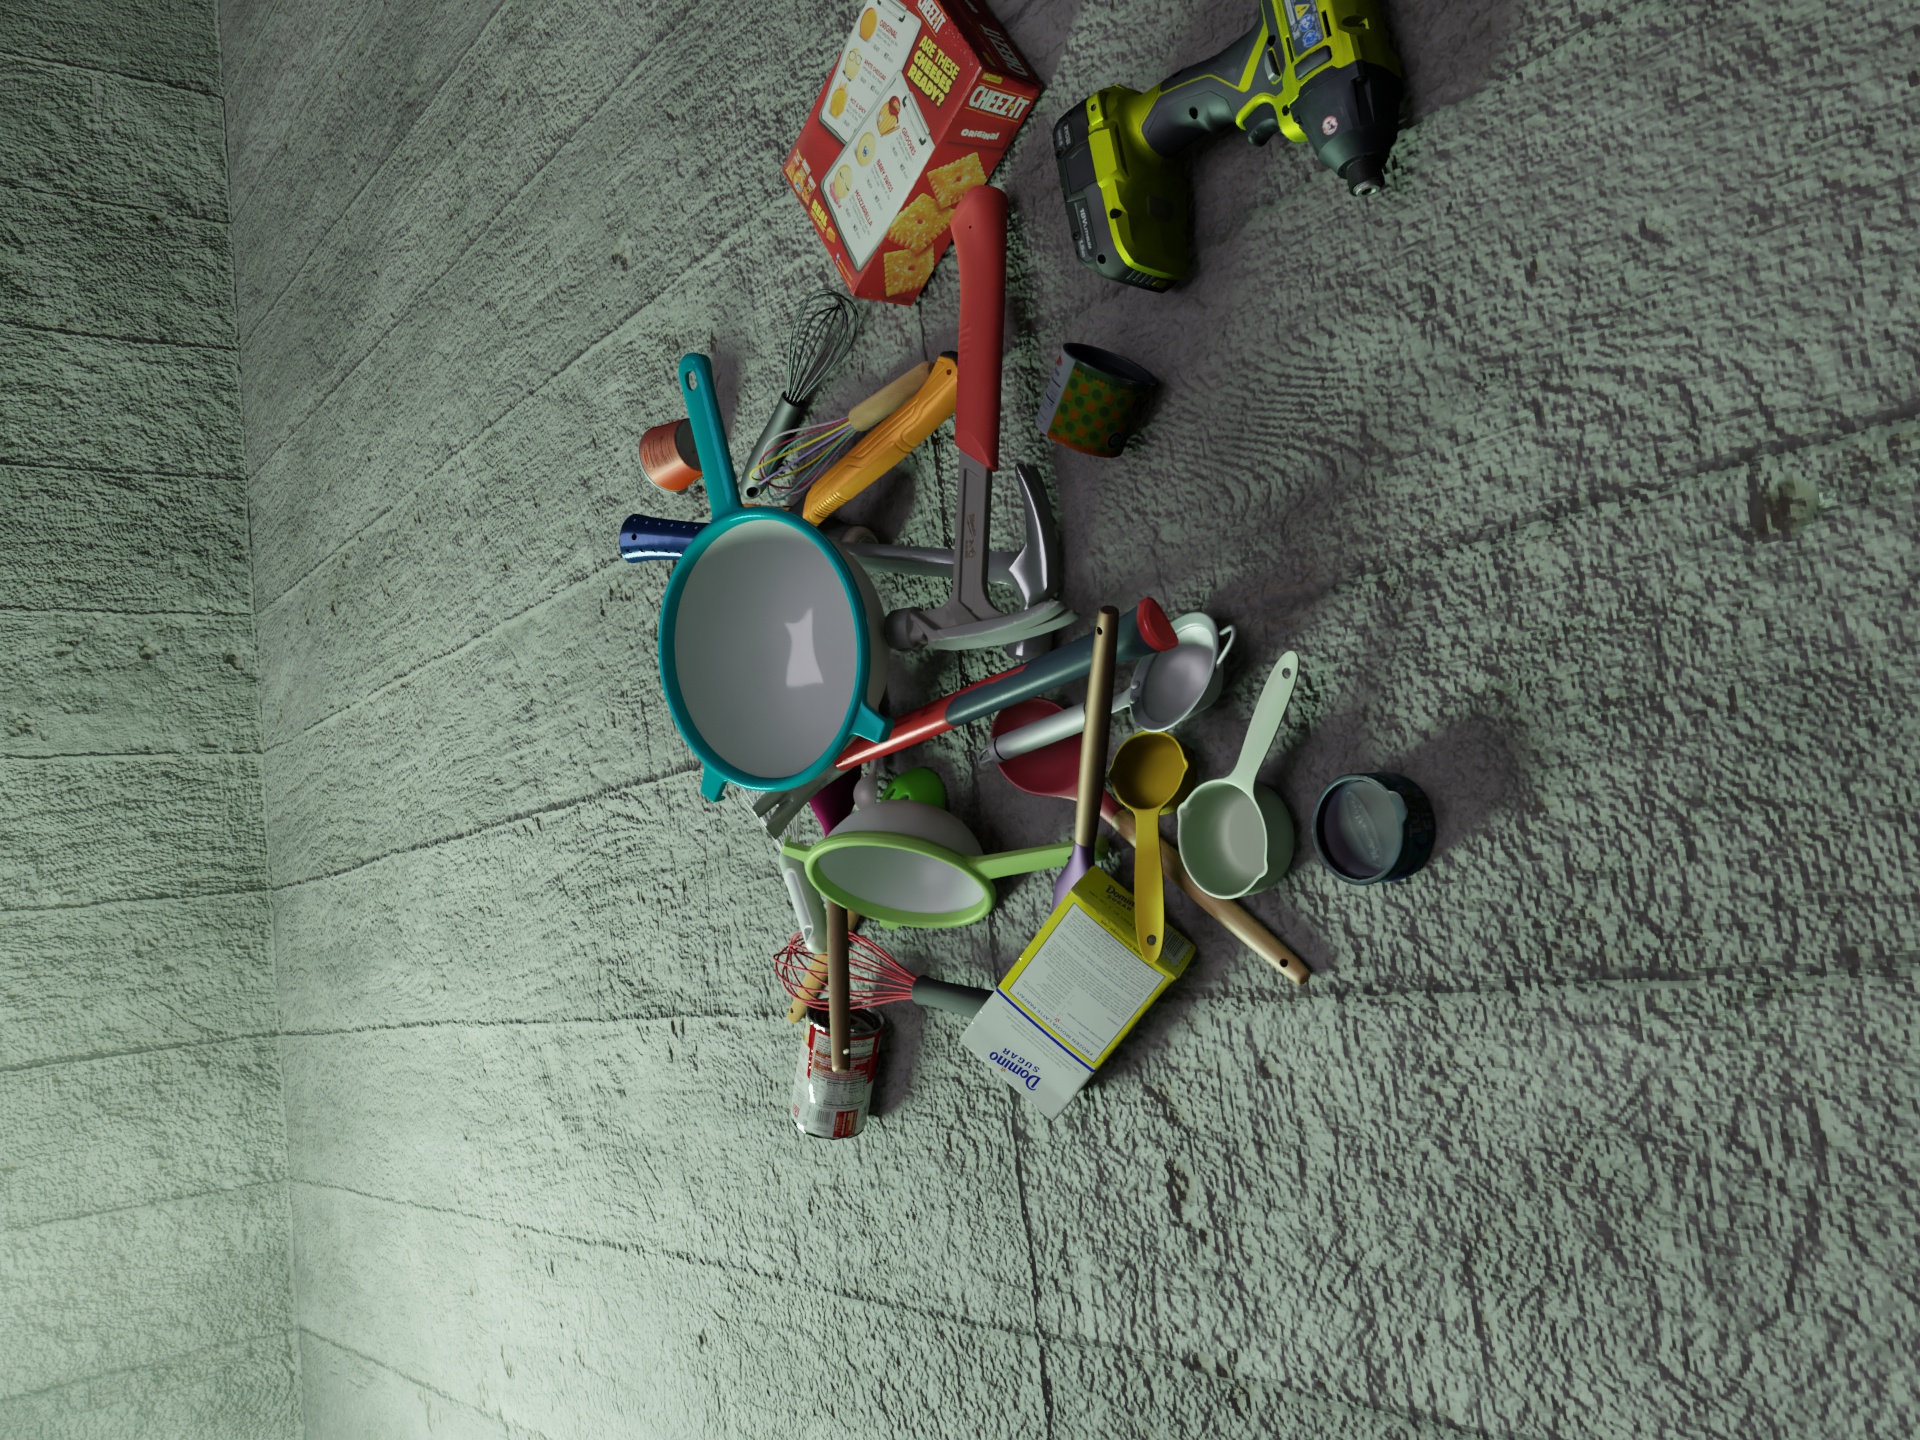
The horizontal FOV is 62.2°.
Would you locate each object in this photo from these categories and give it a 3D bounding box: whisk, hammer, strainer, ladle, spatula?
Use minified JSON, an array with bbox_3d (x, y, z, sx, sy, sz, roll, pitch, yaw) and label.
[{"bbox_3d":[-0.153,-0.287,1.426,0.238,0.055,0.055,-57,50,40],"label":"whisk"},{"bbox_3d":[-0.106,-0.139,1.265,0.406,0.035,0.144,8,97,29],"label":"hammer"},{"bbox_3d":[-0.106,-0.182,1.310,0.337,0.034,0.127,-36,62,29],"label":"hammer"},{"bbox_3d":[0.102,-0.009,1.092,0.258,0.050,0.087,-23,47,43],"label":"strainer"},{"bbox_3d":[-0.141,-0.116,1.215,0.211,0.095,0.340,-20,81,36],"label":"strainer"},{"bbox_3d":[0.126,0.080,1.095,0.316,0.031,0.069,42,106,40],"label":"ladle"},{"bbox_3d":[-0.046,0.214,1.280,0.296,0.073,0.073,5,95,43],"label":"whisk"},{"bbox_3d":[0.021,-0.227,1.157,0.149,0.036,0.359,-8,71,33],"label":"hammer"},{"bbox_3d":[-0.103,-0.248,1.362,0.245,0.047,0.051,-22,52,46],"label":"whisk"},{"bbox_3d":[0.089,0.063,1.086,0.060,0.018,0.315,34,134,40],"label":"spatula"},{"bbox_3d":[-0.148,0.113,1.377,0.057,0.059,0.247,-62,32,26],"label":"whisk"},{"bbox_3d":[0.002,0.092,1.211,0.256,0.151,0.069,-12,52,32],"label":"strainer"},{"bbox_3d":[-0.002,-0.004,1.148,0.386,0.143,0.038,-22,107,46],"label":"hammer"}]

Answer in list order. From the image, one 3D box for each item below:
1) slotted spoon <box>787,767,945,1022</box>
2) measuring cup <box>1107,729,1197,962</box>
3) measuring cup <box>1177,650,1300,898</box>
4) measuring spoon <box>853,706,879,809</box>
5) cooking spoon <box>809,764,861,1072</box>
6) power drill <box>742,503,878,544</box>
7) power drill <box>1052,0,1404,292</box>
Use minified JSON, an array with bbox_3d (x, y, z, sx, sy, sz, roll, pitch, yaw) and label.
[{"bbox_3d":[-0.091,0.161,1.373,0.070,0.031,0.313,56,133,35],"label":"slotted spoon"},{"bbox_3d":[0.132,0.084,1.063,0.062,0.029,0.157,-9,73,35],"label":"measuring cup"},{"bbox_3d":[0.192,0.034,1.005,0.083,0.038,0.167,37,117,45],"label":"measuring cup"},{"bbox_3d":[-0.080,0.018,1.345,0.034,0.018,0.124,141,132,-71],"label":"measuring spoon"},{"bbox_3d":[-0.101,0.131,1.300,0.017,0.068,0.319,-30,52,39],"label":"cooking spoon"},{"bbox_3d":[-0.149,-0.077,1.401,0.185,0.084,0.226,12,95,46],"label":"power drill"},{"bbox_3d":[0.168,-0.368,0.996,0.223,0.080,0.171,-21,74,47],"label":"power drill"}]
